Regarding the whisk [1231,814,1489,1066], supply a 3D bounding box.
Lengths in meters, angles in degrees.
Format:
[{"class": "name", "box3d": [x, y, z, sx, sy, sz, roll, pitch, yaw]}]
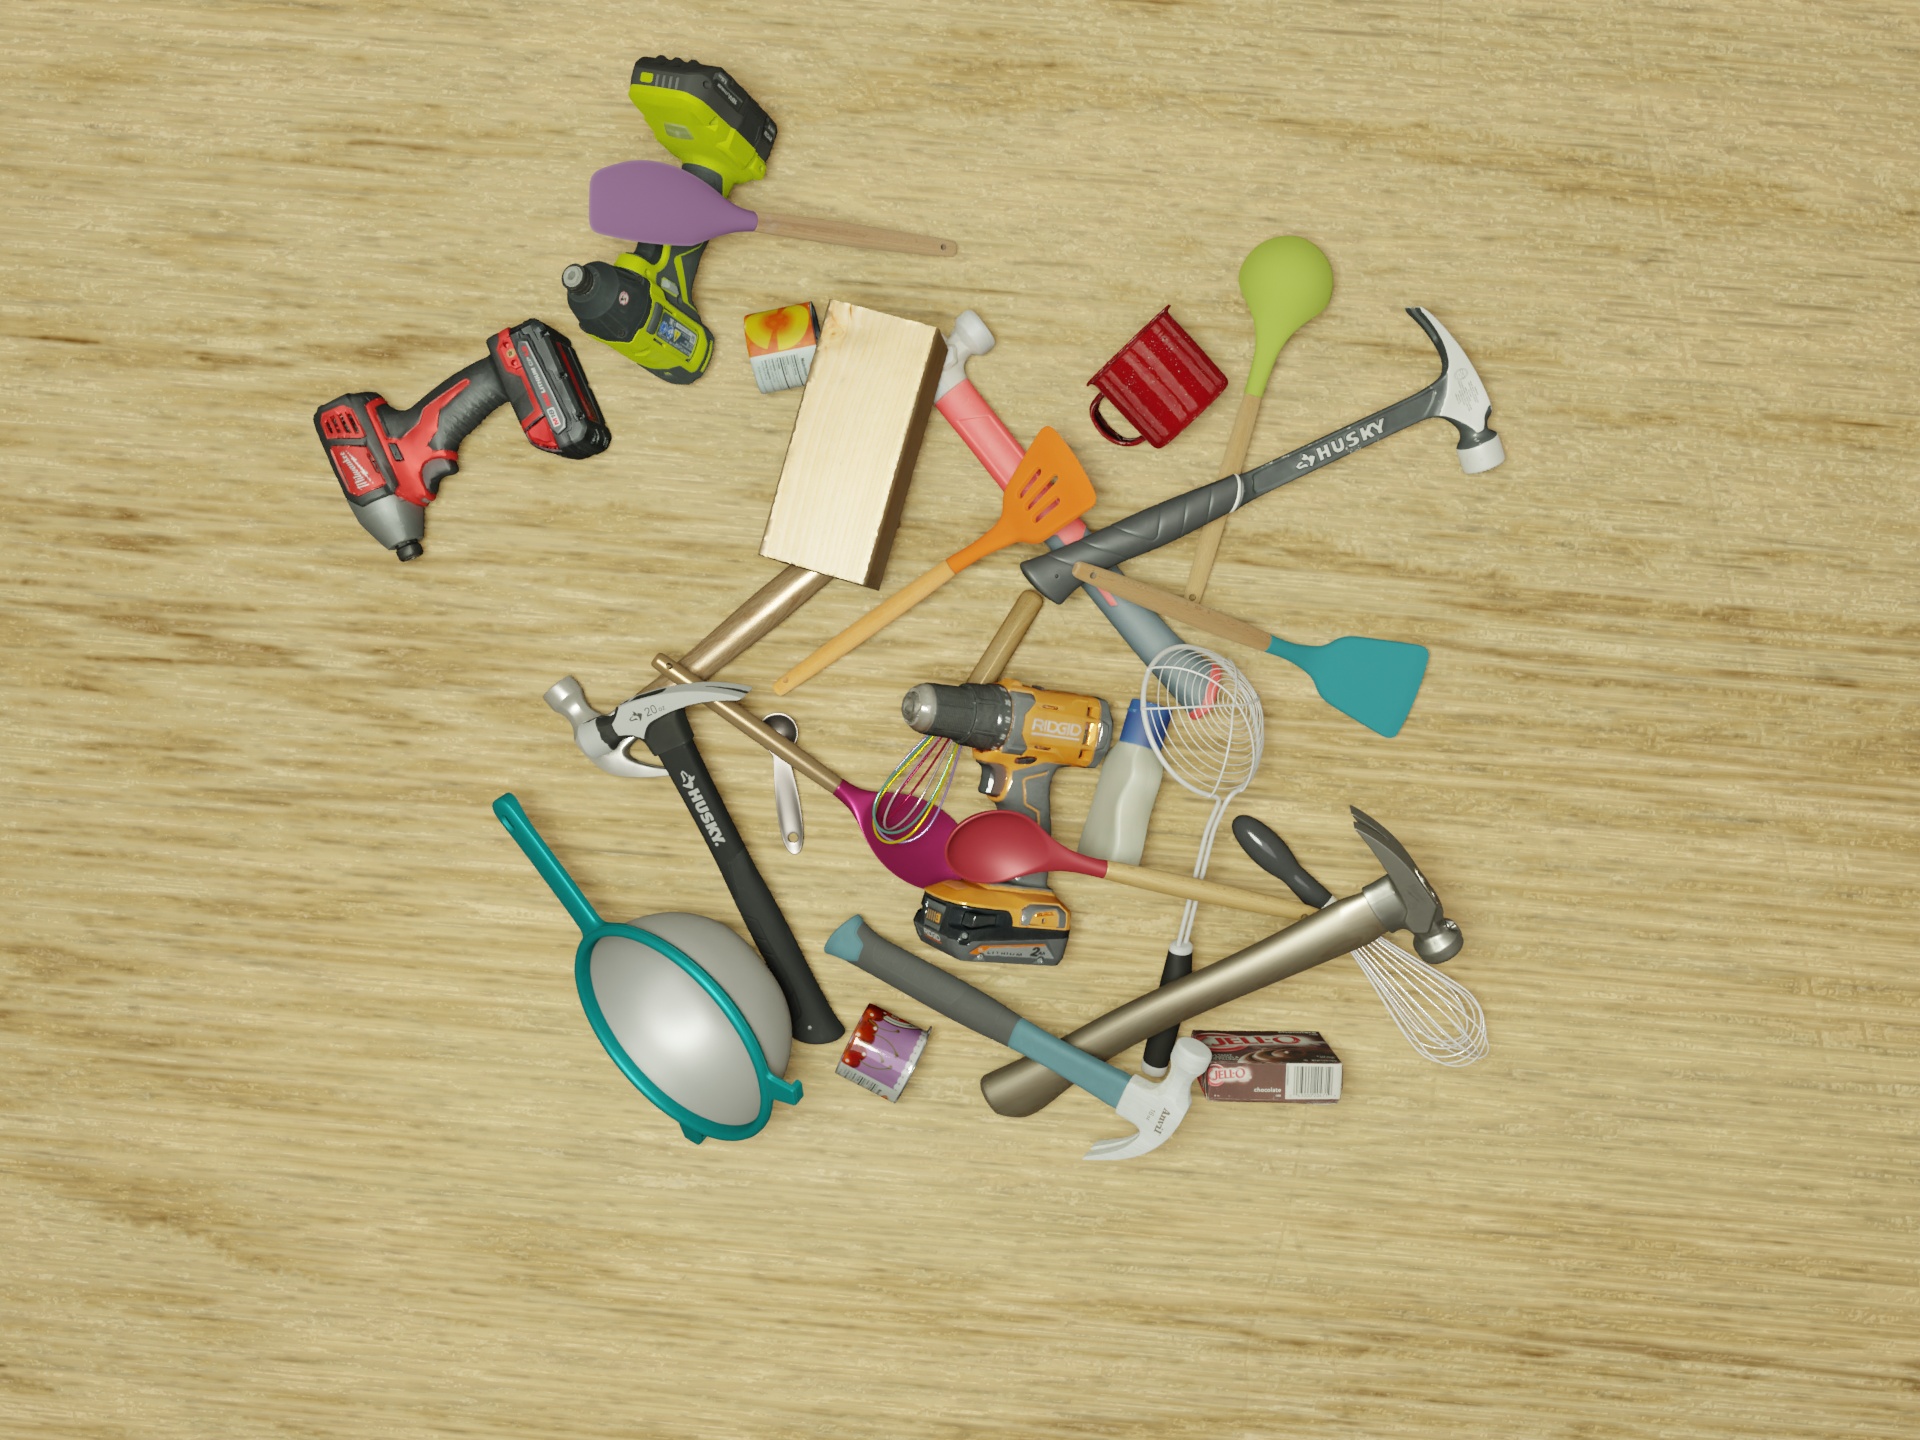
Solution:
[{"class": "whisk", "box3d": [0.333, 0.183, 1.337, 0.284, 0.070, 0.070, 44, 93, 4]}]

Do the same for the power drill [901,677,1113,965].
[{"class": "power drill", "box3d": [0.023, 0.078, 1.291, 0.185, 0.084, 0.226, 9, 93, -32]}]

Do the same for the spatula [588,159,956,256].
[{"class": "spatula", "box3d": [-0.139, -0.391, 1.249, 0.315, 0.018, 0.059, -2, 102, -32]}]

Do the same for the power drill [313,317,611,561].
[{"class": "power drill", "box3d": [-0.413, -0.231, 1.320, 0.219, 0.078, 0.143, -23, 92, 5]}]

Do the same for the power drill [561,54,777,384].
[{"class": "power drill", "box3d": [-0.234, -0.398, 1.262, 0.080, 0.171, 0.223, 17, 88, 22]}]

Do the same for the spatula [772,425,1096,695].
[{"class": "spatula", "box3d": [-0.031, -0.115, 1.308, 0.322, 0.041, 0.081, -34, 71, 13]}]

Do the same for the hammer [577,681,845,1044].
[{"class": "hammer", "box3d": [-0.180, 0.123, 1.324, 0.146, 0.035, 0.334, -22, 102, 15]}]

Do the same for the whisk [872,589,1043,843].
[{"class": "whisk", "box3d": [-0.004, -0.005, 1.329, 0.051, 0.047, 0.245, 34, 83, -22]}]

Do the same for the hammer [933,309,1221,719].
[{"class": "hammer", "box3d": [0.074, -0.148, 1.331, 0.143, 0.038, 0.386, -39, 91, 4]}]

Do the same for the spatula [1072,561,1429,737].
[{"class": "spatula", "box3d": [0.235, -0.072, 1.303, 0.317, 0.044, 0.082, 18, 97, -20]}]

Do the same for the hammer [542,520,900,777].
[{"class": "hammer", "box3d": [-0.186, -0.072, 1.343, 0.331, 0.031, 0.130, -39, 91, 2]}]

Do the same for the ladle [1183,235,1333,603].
[{"class": "ladle", "box3d": [0.236, -0.245, 1.328, 0.078, 0.062, 0.320, 16, 100, 4]}]

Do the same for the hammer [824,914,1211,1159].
[{"class": "hammer", "box3d": [0.034, 0.248, 1.303, 0.331, 0.033, 0.128, 26, 108, 18]}]

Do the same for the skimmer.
[{"class": "skimmer", "box3d": [0.175, 0.121, 1.316, 0.127, 0.090, 0.363, -8, 117, -38]}]

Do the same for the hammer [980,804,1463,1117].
[{"class": "hammer", "box3d": [0.184, 0.214, 1.279, 0.410, 0.038, 0.146, -31, 112, 21]}]

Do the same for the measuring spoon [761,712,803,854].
[{"class": "measuring spoon", "box3d": [-0.149, 0.053, 1.360, 0.034, 0.018, 0.124, -7, 99, 0]}]

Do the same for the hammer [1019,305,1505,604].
[{"class": "hammer", "box3d": [0.239, -0.198, 1.294, 0.409, 0.036, 0.149, -24, 105, -3]}]

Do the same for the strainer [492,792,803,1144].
[{"class": "strainer", "box3d": [-0.248, 0.182, 1.303, 0.340, 0.211, 0.095, 54, 48, -2]}]

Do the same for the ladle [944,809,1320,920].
[{"class": "ladle", "box3d": [0.138, 0.122, 1.251, 0.315, 0.031, 0.069, 13, 118, -11]}]

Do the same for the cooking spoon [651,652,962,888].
[{"class": "cooking spoon", "box3d": [-0.124, 0.040, 1.333, 0.318, 0.017, 0.069, 36, 78, -10]}]
